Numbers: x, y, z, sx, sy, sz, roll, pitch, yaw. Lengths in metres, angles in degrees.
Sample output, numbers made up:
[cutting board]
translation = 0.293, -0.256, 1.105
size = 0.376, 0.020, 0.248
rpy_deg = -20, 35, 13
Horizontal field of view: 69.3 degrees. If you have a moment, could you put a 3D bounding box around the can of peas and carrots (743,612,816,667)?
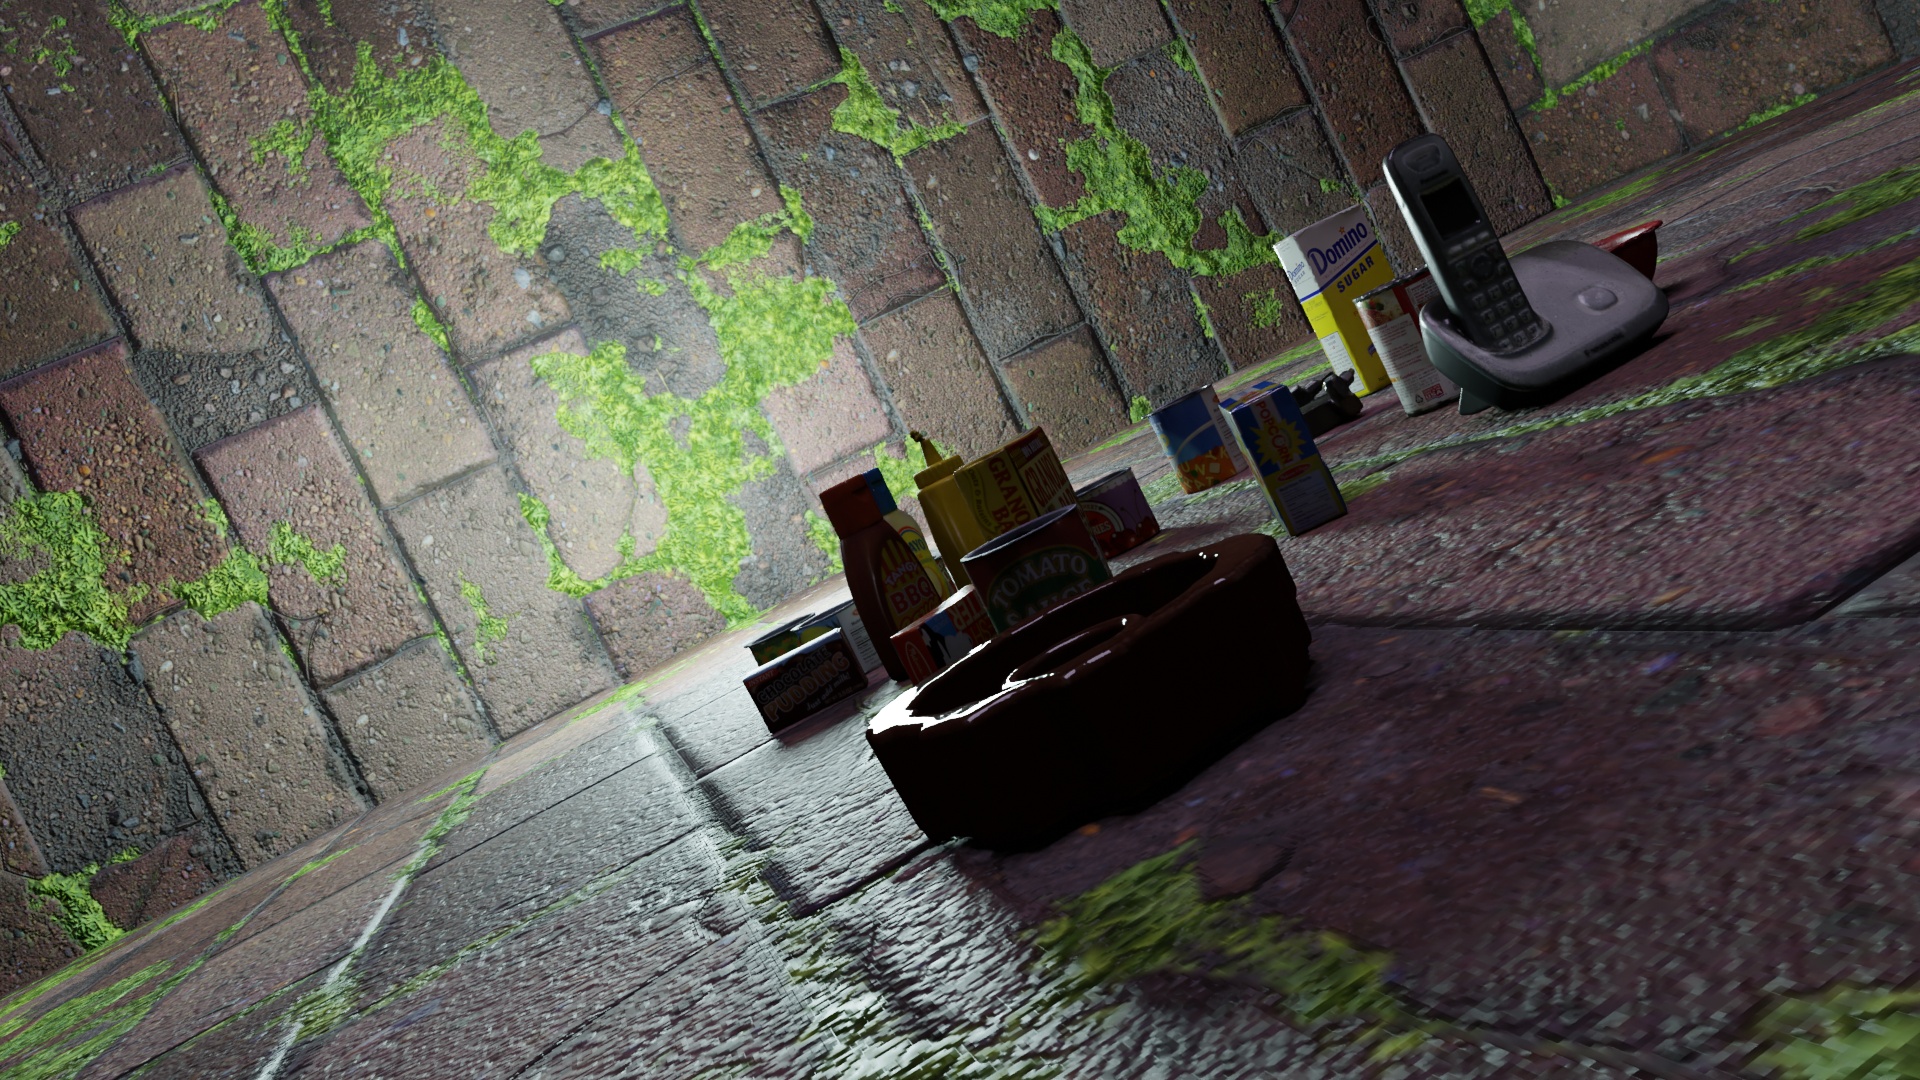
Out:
[can of peas and carrots]
translation = -0.147, 0.104, 1.220
size = 0.071, 0.058, 0.071
rpy_deg = -26, 4, 2

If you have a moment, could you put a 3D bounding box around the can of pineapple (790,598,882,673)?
[can of pineapple]
translation = -0.098, 0.085, 1.161
size = 0.071, 0.058, 0.071
rpy_deg = -26, 4, 2

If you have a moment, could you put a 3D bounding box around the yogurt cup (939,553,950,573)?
[yogurt cup]
translation = 0.021, 0.022, 1.258
size = 0.072, 0.054, 0.072
rpy_deg = -26, 4, 2

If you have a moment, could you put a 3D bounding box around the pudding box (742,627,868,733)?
[pudding box]
translation = -0.119, 0.107, 1.066
size = 0.084, 0.049, 0.030
rpy_deg = -26, 3, -2

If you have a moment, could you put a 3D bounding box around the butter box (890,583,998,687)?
[butter box]
translation = 0.000, 0.063, 0.848
size = 0.024, 0.053, 0.104
rpy_deg = -24, 4, 31

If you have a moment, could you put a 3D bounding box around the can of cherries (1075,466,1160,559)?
[can of cherries]
translation = 0.120, -0.019, 1.130
size = 0.071, 0.058, 0.071
rpy_deg = -26, 4, 2

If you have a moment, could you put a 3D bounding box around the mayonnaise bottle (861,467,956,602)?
[mayonnaise bottle]
translation = -0.049, 0.015, 1.112
size = 0.041, 0.148, 0.065
rpy_deg = -24, 4, 39

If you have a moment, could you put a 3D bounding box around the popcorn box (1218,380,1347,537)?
[popcorn box]
translation = 0.200, -0.054, 0.872
size = 0.038, 0.085, 0.127
rpy_deg = -26, 4, 10

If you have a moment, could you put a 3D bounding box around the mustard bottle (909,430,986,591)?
[mustard bottle]
translation = 0.004, -0.013, 1.044
size = 0.049, 0.160, 0.065
rpy_deg = -27, 4, -18

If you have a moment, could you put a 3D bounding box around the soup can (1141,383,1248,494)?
[soup can]
translation = 0.217, -0.092, 1.280
size = 0.071, 0.083, 0.071
rpy_deg = -26, 3, 2

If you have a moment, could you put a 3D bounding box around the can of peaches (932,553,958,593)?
[can of peaches]
translation = -0.032, 0.051, 1.191
size = 0.071, 0.058, 0.071
rpy_deg = -26, 4, 2

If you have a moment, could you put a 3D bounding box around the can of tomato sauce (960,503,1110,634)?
[can of tomato sauce]
translation = 0.048, 0.033, 0.717
size = 0.071, 0.083, 0.071
rpy_deg = -26, 3, 2

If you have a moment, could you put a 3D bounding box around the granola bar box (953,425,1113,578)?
[granola bar box]
translation = 0.053, -0.006, 0.893
size = 0.039, 0.124, 0.166
rpy_deg = -25, 4, 13

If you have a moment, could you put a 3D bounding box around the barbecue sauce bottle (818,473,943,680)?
[barbecue sauce bottle]
translation = -0.056, 0.025, 1.019
size = 0.043, 0.148, 0.065
rpy_deg = -23, 5, 44
